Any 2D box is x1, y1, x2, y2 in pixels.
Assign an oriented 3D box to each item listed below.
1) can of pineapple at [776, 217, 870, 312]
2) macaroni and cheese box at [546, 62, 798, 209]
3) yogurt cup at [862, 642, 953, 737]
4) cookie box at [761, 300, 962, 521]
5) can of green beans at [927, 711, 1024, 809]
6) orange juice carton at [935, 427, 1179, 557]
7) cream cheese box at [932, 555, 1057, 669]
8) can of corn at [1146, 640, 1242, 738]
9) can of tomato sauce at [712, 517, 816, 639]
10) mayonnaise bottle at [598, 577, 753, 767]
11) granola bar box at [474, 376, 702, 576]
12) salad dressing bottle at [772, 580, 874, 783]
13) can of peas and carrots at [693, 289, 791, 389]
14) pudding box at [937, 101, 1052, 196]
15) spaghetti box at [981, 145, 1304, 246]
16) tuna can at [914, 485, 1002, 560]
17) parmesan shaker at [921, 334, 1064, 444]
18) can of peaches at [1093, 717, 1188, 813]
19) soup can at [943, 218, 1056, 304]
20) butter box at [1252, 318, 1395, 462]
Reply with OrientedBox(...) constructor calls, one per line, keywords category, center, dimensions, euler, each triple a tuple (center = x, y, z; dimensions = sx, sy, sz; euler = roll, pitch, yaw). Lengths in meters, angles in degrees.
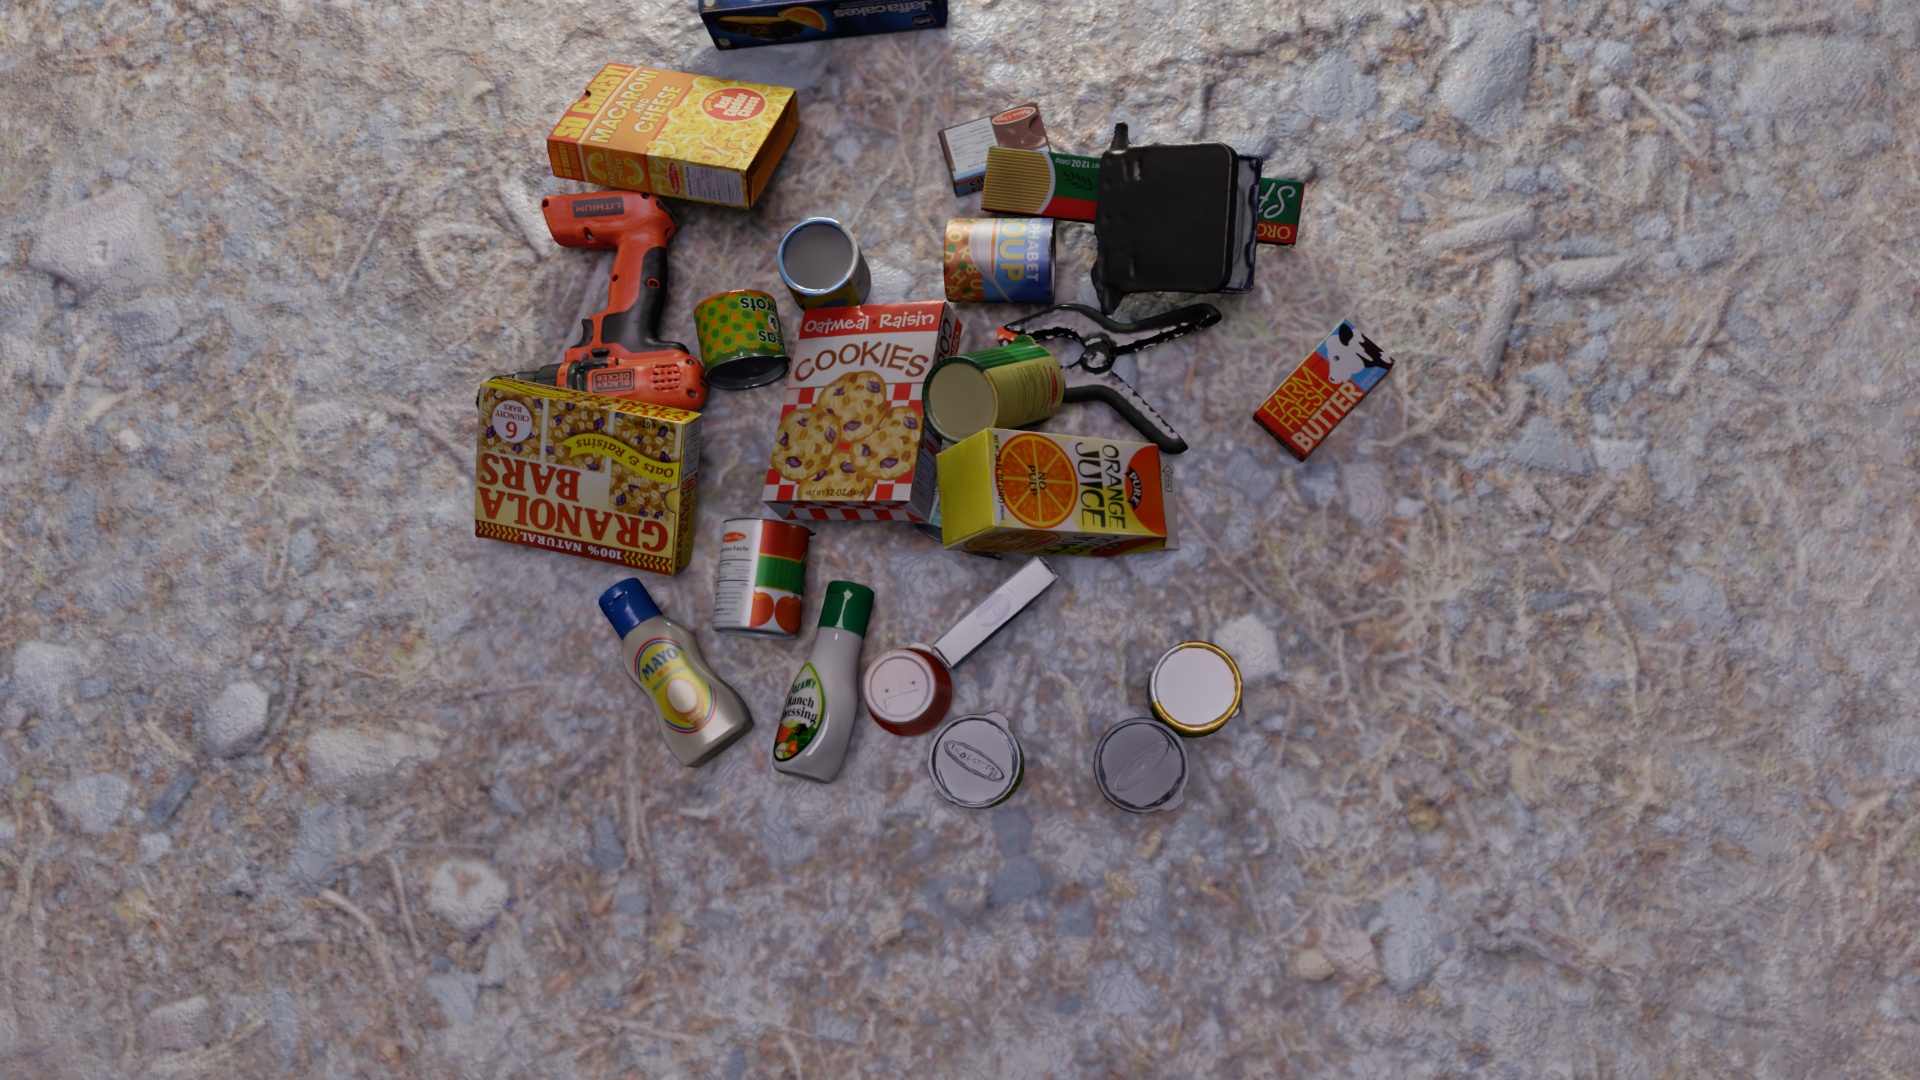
OrientedBox(category="can of pineapple", center=(-0.110, -0.214, 1.101), dimensions=(0.071, 0.057, 0.071), euler=(-1, 78, 6))
OrientedBox(category="macaroni and cheese box", center=(-0.229, -0.330, 1.120), dimensions=(0.166, 0.040, 0.124), euler=(11, 49, 8))
OrientedBox(category="yogurt cup", center=(-0.041, 0.110, 1.026), dimensions=(0.072, 0.054, 0.072), euler=(-1, 79, 6))
OrientedBox(category="cookie box", center=(-0.073, -0.099, 1.051), dimensions=(0.123, 0.040, 0.168), euler=(0, 67, 23))
OrientedBox(category="can of green beans", center=(0.012, 0.161, 1.007), dimensions=(0.071, 0.057, 0.071), euler=(-1, 78, 6))
OrientedBox(category="orange juice carton", center=(0.083, -0.031, 1.010), dimensions=(0.193, 0.073, 0.072), euler=(3, 76, -32))
OrientedBox(category="cream cheese box", center=(0.026, 0.054, 1.031), dimensions=(0.104, 0.053, 0.024), euler=(-40, 84, -3))
OrientedBox(category="can of corn", center=(0.171, 0.108, 1.003), dimensions=(0.071, 0.058, 0.071), euler=(-1, 78, 6))
OrientedBox(category="can of tomato sauce", center=(-0.148, 0.030, 1.049), dimensions=(0.071, 0.071, 0.083), euler=(3, 79, 6))
OrientedBox(category="mayonnaise bottle", center=(-0.221, 0.097, 1.052), dimensions=(0.065, 0.041, 0.148), euler=(-36, 77, -1))
OrientedBox(category="granola bar box", center=(-0.287, -0.049, 1.065), dimensions=(0.166, 0.039, 0.123), euler=(11, 108, 8))
OrientedBox(category="salad dressing bottle", center=(-0.099, 0.104, 1.033), dimensions=(0.064, 0.044, 0.148), euler=(-8, 62, 49))
OrientedBox(category="can of peas and carrots", center=(-0.170, -0.158, 1.090), dimensions=(0.071, 0.071, 0.059), euler=(-13, 77, 3))
OrientedBox(category="pudding box", center=(0.029, -0.316, 1.124), dimensions=(0.084, 0.030, 0.050), euler=(-17, 76, 2))
OrientedBox(category="spaghetti box", center=(0.142, -0.269, 1.087), dimensions=(0.250, 0.029, 0.050), euler=(7, 99, 2))
OrientedBox(category="tuna can", center=(0.004, -0.013, 1.042), dimensions=(0.071, 0.071, 0.033), euler=(20, 80, 9))
OrientedBox(category="parmesan shaker", center=(0.024, -0.112, 1.026), dimensions=(0.071, 0.103, 0.071), euler=(8, 106, 30))
OrientedBox(category="can of peaches", center=(0.130, 0.164, 0.995), dimensions=(0.071, 0.058, 0.071), euler=(-1, 78, 5))
OrientedBox(category="soup can", center=(0.031, -0.219, 1.082), dimensions=(0.084, 0.071, 0.071), euler=(2, 78, 6))
OrientedBox(category="butter box", center=(0.276, -0.114, 1.059), dimensions=(0.053, 0.024, 0.103), euler=(43, 84, 13))
